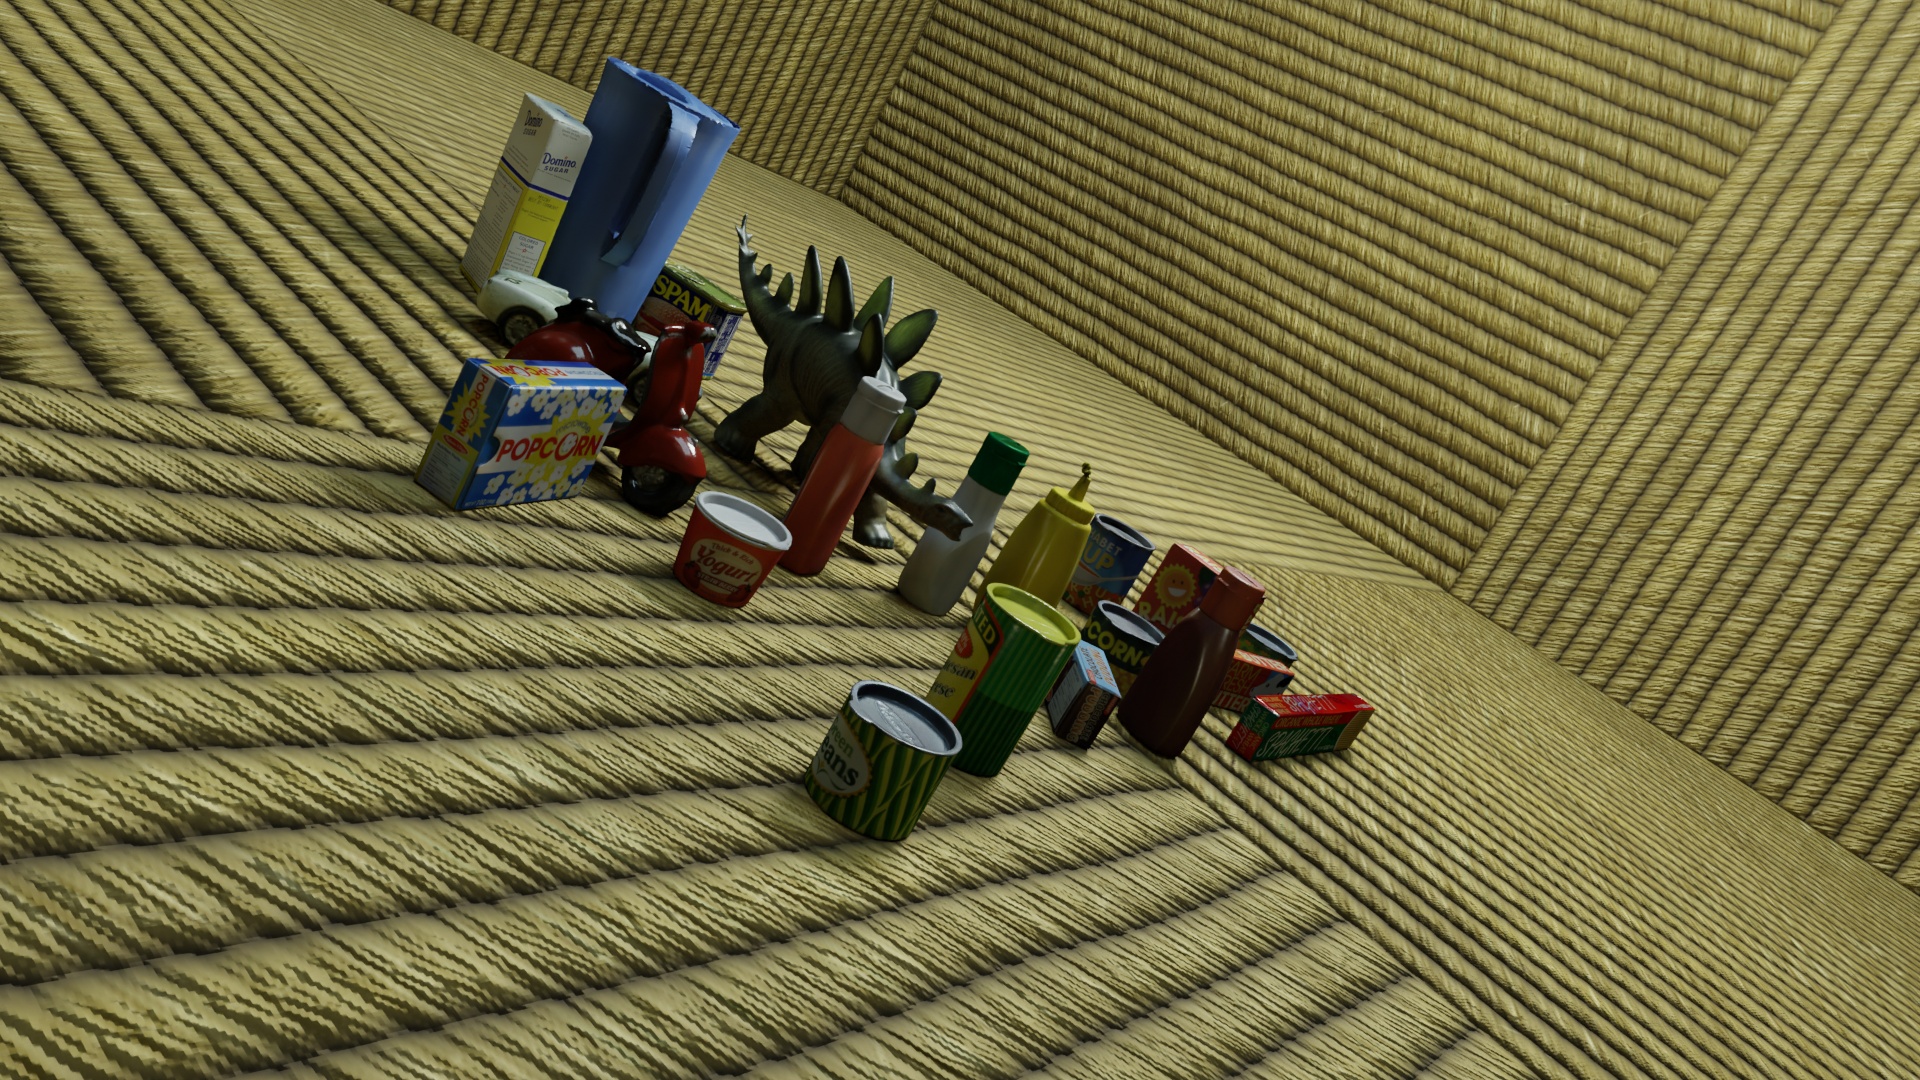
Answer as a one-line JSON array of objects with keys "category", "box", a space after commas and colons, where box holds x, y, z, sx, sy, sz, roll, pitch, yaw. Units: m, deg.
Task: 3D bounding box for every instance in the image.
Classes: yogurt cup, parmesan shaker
[{"category": "yogurt cup", "box": [-0.152, 0.007, 0.906, 0.072, 0.053, 0.072, 28, 14, -7]}, {"category": "parmesan shaker", "box": [0.022, 0.088, 0.863, 0.071, 0.102, 0.071, 28, 14, -8]}]

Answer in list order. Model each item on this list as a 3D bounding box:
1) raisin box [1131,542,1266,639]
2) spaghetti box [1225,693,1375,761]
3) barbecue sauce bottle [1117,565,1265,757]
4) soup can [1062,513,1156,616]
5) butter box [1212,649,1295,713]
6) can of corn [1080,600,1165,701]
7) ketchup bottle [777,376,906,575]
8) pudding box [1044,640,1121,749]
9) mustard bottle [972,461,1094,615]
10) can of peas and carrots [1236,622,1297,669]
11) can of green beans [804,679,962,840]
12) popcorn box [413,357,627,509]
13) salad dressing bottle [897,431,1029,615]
[{"category": "raisin box", "box": [0.190, 0.076, 1.183, 0.086, 0.123, 0.040, 39, 17, 33]}, {"category": "spaghetti box", "box": [0.311, 0.166, 1.255, 0.029, 0.050, 0.250, 38, 17, 31]}, {"category": "barbecue sauce bottle", "box": [0.180, 0.090, 1.066, 0.043, 0.148, 0.065, 19, 17, -36]}, {"category": "soup can", "box": [0.136, 0.025, 1.332, 0.071, 0.083, 0.071, 28, 14, -8]}, {"category": "butter box", "box": [0.256, 0.129, 1.270, 0.103, 0.053, 0.024, 18, 18, -37]}, {"category": "can of corn", "box": [0.126, 0.091, 1.141, 0.071, 0.058, 0.071, 28, 14, -7]}, {"category": "ketchup bottle", "box": [-0.089, -0.047, 1.019, 0.043, 0.148, 0.065, 31, 14, 6]}, {"category": "pudding box", "box": [0.088, 0.110, 1.019, 0.030, 0.049, 0.084, 26, 15, -12]}, {"category": "mustard bottle", "box": [0.067, 0.010, 1.099, 0.049, 0.159, 0.065, 21, 16, -31]}, {"category": "can of peas and carrots", "box": [0.285, 0.120, 1.346, 0.071, 0.058, 0.071, 28, 14, -7]}, {"category": "can of green beans", "box": [-0.041, 0.116, 0.737, 0.071, 0.057, 0.071, 28, 14, -7]}, {"category": "popcorn box", "box": [-0.271, -0.068, 0.868, 0.038, 0.085, 0.127, 33, 15, 13]}, {"category": "salad dressing bottle", "box": [0.004, -0.014, 1.084, 0.044, 0.147, 0.064, 37, 16, 28]}]
